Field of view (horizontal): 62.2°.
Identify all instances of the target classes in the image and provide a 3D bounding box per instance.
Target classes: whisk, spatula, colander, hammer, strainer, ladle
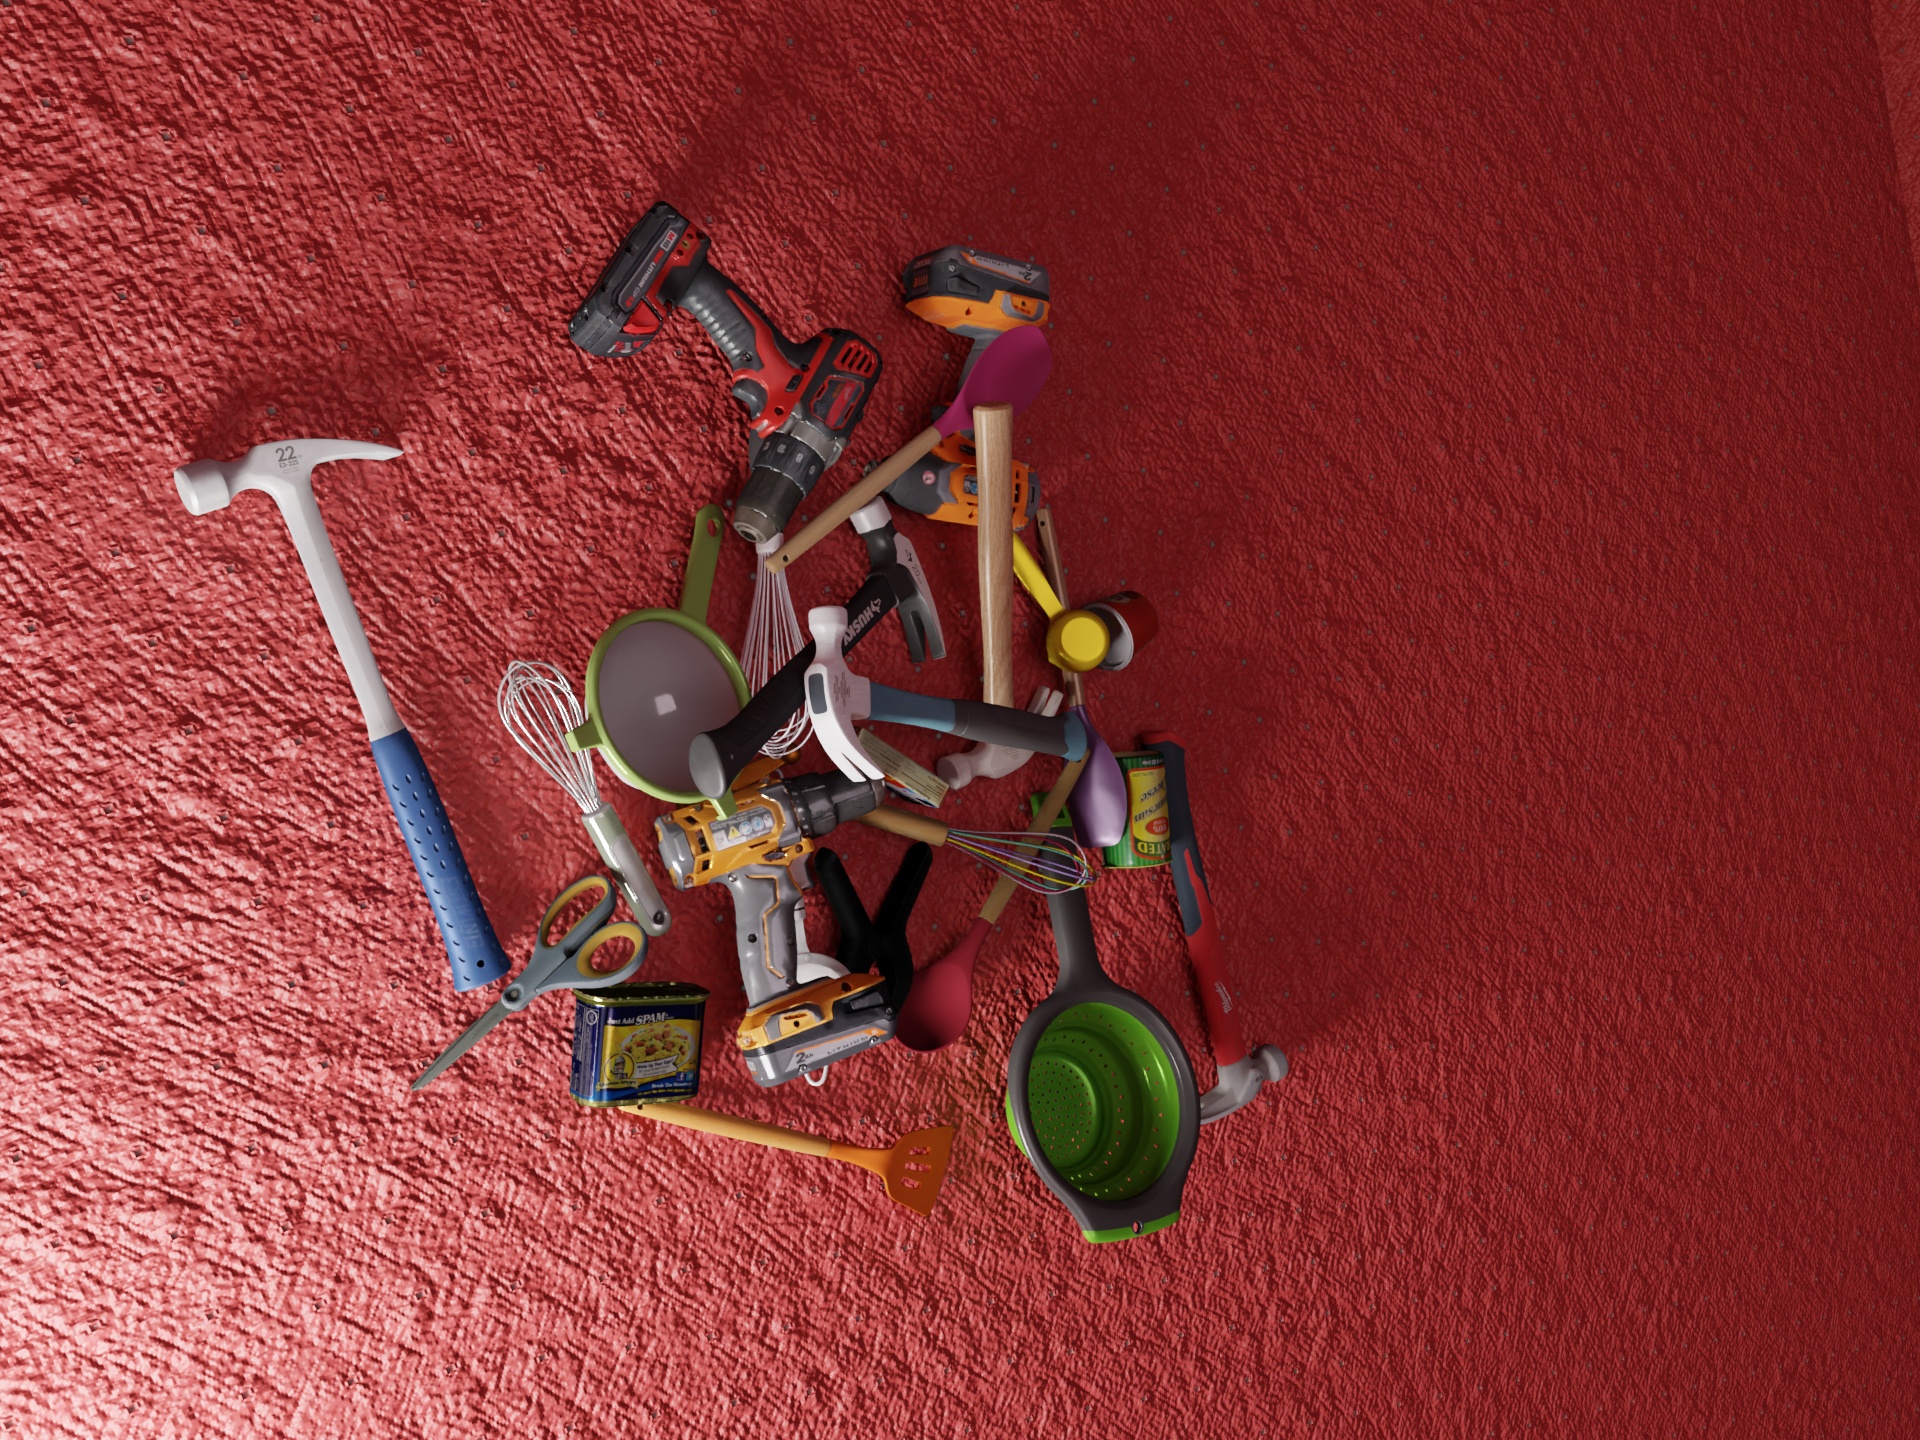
[{"bbox_3d":[-0.153,-0.111,1.286,0.070,0.070,0.285,1,84,-34],"label":"whisk"},{"bbox_3d":[0.105,-0.039,1.463,0.018,0.060,0.316,-11,90,-60],"label":"spatula"},{"bbox_3d":[0.094,0.266,1.444,0.204,0.094,0.397,0,72,-34],"label":"colander"},{"bbox_3d":[-0.402,-0.003,1.123,0.144,0.035,0.405,-25,104,-32],"label":"hammer"},{"bbox_3d":[-0.111,-0.042,1.249,0.146,0.035,0.335,63,37,-21],"label":"hammer"},{"bbox_3d":[-0.228,-0.052,1.230,0.151,0.069,0.257,30,54,-37],"label":"strainer"},{"bbox_3d":[-0.134,0.166,1.304,0.087,0.050,0.258,-8,89,-2],"label":"strainer"},{"bbox_3d":[0.034,0.154,1.407,0.069,0.031,0.315,29,74,9],"label":"ladle"},{"bbox_3d":[-0.002,-0.004,1.314,0.330,0.033,0.128,11,75,-49],"label":"hammer"},{"bbox_3d":[0.033,-0.108,1.372,0.130,0.031,0.331,-19,118,-38],"label":"hammer"},{"bbox_3d":[0.221,0.199,1.549,0.143,0.038,0.386,-21,102,-31],"label":"hammer"},{"bbox_3d":[-0.136,0.347,1.315,0.322,0.041,0.081,22,79,-28],"label":"spatula"},{"bbox_3d":[-0.278,0.062,1.202,0.058,0.059,0.246,-40,117,-36],"label":"whisk"},{"bbox_3d":[0.005,0.103,1.369,0.245,0.051,0.047,17,55,-14],"label":"whisk"}]

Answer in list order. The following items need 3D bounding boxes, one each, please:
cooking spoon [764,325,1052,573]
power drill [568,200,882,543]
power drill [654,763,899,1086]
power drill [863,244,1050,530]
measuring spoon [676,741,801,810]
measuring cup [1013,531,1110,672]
[{"bbox_3d":[-0.039,-0.221,1.303,0.319,0.017,0.068,-42,126,-19],"label":"cooking spoon"},{"bbox_3d":[-0.185,-0.264,1.227,0.226,0.080,0.188,34,72,-22],"label":"power drill"},{"bbox_3d":[-0.120,0.151,1.252,0.185,0.084,0.226,-19,85,-18],"label":"power drill"},{"bbox_3d":[-0.004,-0.284,1.370,0.164,0.084,0.226,3,92,-33],"label":"power drill"},{"bbox_3d":[-0.178,0.046,1.284,0.117,0.011,0.021,-28,81,-27],"label":"measuring spoon"},{"bbox_3d":[0.079,-0.113,1.433,0.062,0.029,0.156,-35,94,-9],"label":"measuring cup"}]
